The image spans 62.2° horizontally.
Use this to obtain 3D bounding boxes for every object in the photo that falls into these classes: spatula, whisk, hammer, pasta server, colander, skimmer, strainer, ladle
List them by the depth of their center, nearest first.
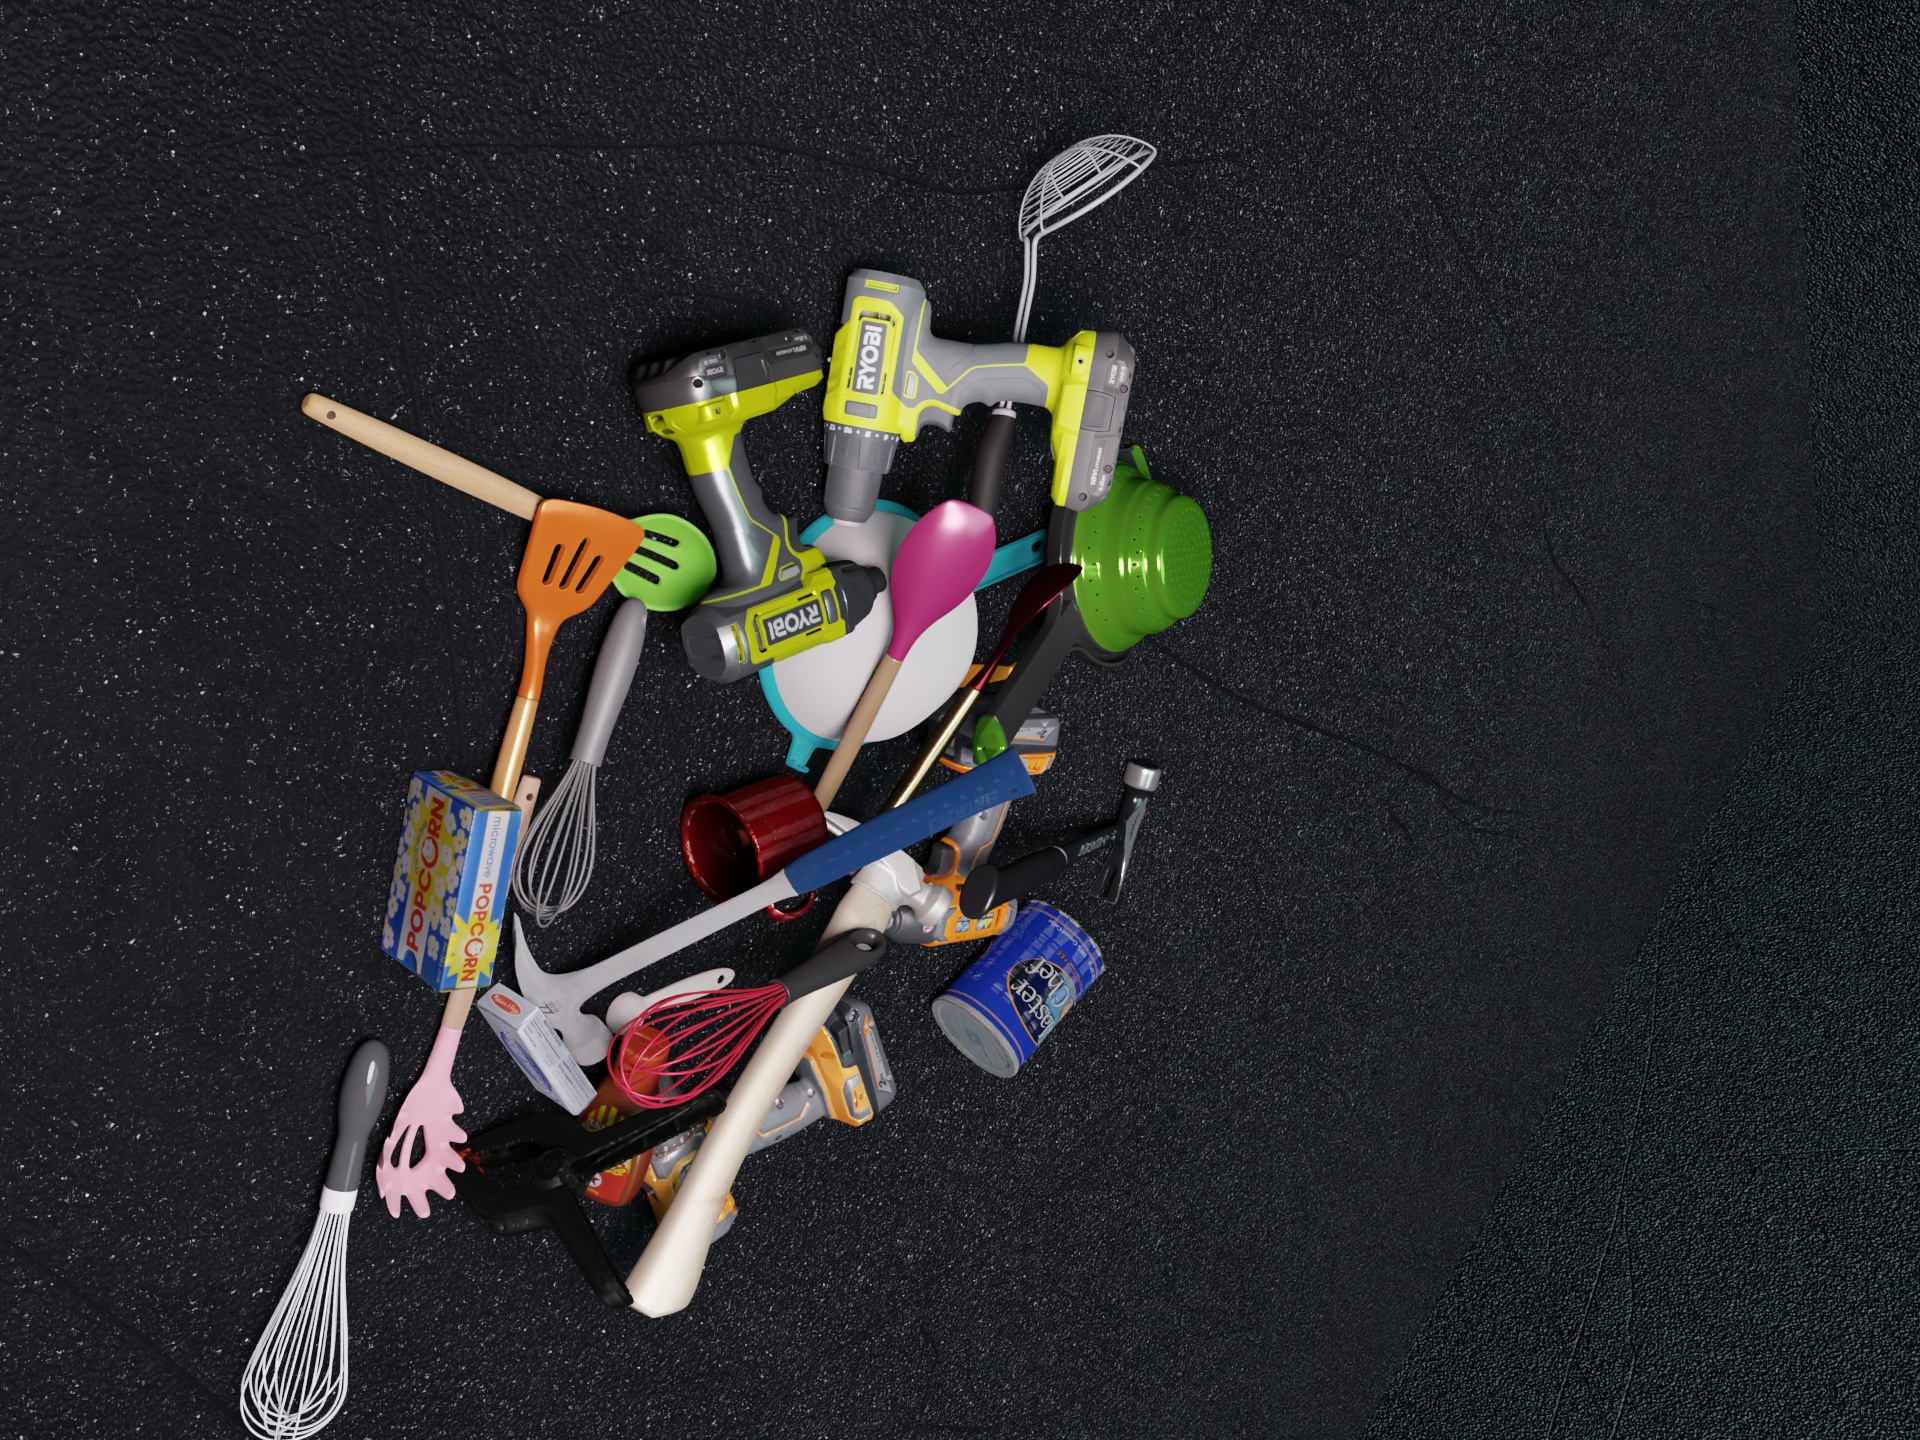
[{"bbox_3d":[-0.431,0.355,1.082,0.070,0.070,0.284,13,90,-49],"label":"whisk"},{"bbox_3d":[-0.298,0.009,1.083,0.081,0.041,0.322,15,91,-42],"label":"spatula"},{"bbox_3d":[-0.261,0.028,1.114,0.055,0.055,0.239,23,81,-49],"label":"whisk"},{"bbox_3d":[-0.346,0.191,1.117,0.060,0.040,0.316,17,91,-42],"label":"pasta server"},{"bbox_3d":[-0.136,0.120,1.168,0.405,0.035,0.143,-26,130,0],"label":"hammer"},{"bbox_3d":[-0.148,0.210,1.177,0.296,0.073,0.073,-21,121,-53],"label":"whisk"},{"bbox_3d":[-0.155,0.266,1.257,0.146,0.038,0.411,38,64,-17],"label":"hammer"},{"bbox_3d":[0.073,-0.300,1.289,0.090,0.127,0.363,12,90,-27],"label":"skimmer"},{"bbox_3d":[-0.002,-0.004,1.296,0.031,0.069,0.315,35,90,-8],"label":"ladle"},{"bbox_3d":[-0.010,-0.091,1.323,0.340,0.095,0.210,-27,124,-36],"label":"strainer"},{"bbox_3d":[0.131,-0.095,1.399,0.397,0.094,0.204,-56,137,-38],"label":"colander"},{"bbox_3d":[0.094,0.130,1.481,0.409,0.036,0.149,-12,119,-65],"label":"hammer"}]

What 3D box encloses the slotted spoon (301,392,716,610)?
[{"bbox_3d":[-0.288,-0.146,1.052,0.313,0.031,0.070,24,98,-47],"label":"slotted spoon"}]

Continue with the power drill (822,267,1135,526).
[{"bbox_3d":[0.007,-0.230,1.215,0.080,0.228,0.190,-75,176,-79],"label":"power drill"}]

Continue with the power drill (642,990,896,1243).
[{"bbox_3d":[-0.176,0.304,1.316,0.226,0.084,0.185,-31,119,-30],"label":"power drill"}]

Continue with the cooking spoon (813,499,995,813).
[{"bbox_3d":[-0.060,-0.028,1.219,0.068,0.017,0.318,19,117,-19],"label":"cooking spoon"}]

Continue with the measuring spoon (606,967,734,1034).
[{"bbox_3d":[-0.227,0.222,1.272,0.124,0.018,0.034,-15,116,-44],"label":"measuring spoon"}]

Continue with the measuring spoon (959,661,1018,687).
[{"bbox_3d":[0.021,-0.040,1.439,0.117,0.011,0.021,-6,110,-46],"label":"measuring spoon"}]

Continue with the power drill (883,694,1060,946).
[{"bbox_3d":[-0.003,0.095,1.419,0.164,0.084,0.226,-2,111,-47],"label":"power drill"}]

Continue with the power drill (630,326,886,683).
[{"bbox_3d":[-0.138,-0.157,1.134,0.171,0.080,0.223,-27,110,-40],"label":"power drill"}]
